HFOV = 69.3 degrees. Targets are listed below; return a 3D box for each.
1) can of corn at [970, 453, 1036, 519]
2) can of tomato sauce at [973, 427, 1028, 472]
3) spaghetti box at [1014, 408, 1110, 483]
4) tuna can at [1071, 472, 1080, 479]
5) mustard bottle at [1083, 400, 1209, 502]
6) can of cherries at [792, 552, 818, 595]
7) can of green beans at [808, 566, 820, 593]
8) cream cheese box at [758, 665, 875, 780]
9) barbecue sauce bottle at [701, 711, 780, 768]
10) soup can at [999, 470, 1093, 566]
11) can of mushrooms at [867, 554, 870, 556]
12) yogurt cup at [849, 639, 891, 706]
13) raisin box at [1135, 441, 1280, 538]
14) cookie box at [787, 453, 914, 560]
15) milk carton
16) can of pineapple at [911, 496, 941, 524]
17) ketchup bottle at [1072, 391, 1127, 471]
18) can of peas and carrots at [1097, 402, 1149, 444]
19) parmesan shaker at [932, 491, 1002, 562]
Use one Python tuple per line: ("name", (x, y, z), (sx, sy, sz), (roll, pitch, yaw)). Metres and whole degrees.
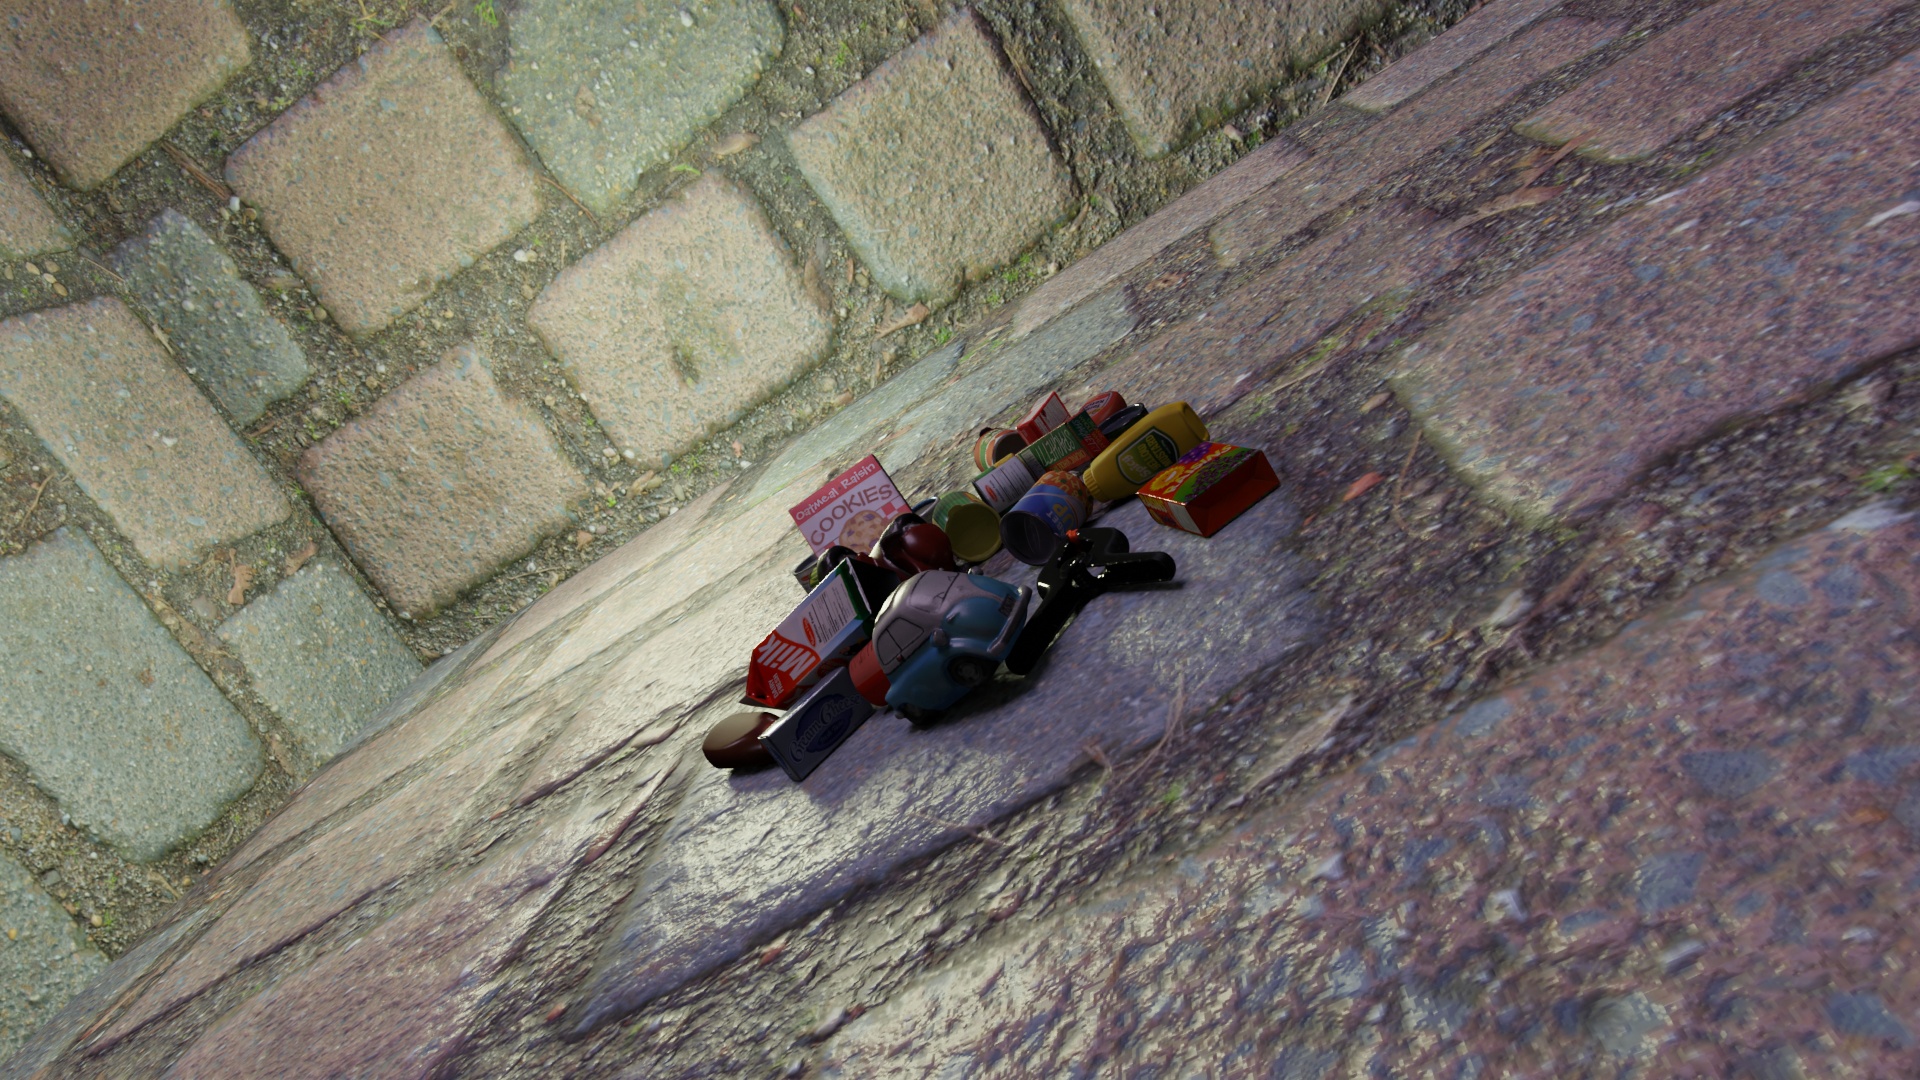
("can of corn", (0.054, -0.059, 1.613), (0.058, 0.071, 0.071), (-34, 13, -3))
("can of tomato sauce", (0.059, -0.111, 1.766), (0.071, 0.071, 0.083), (-36, 14, -9))
("spaghetti box", (0.107, -0.097, 1.554), (0.029, 0.050, 0.249), (-37, 2, -14))
("tuna can", (0.106, -0.040, 1.497), (0.071, 0.032, 0.071), (-32, 14, 9))
("mustard bottle", (0.176, -0.078, 1.415), (0.159, 0.065, 0.049), (-35, 7, 28))
("can of cherries", (-0.172, 0.045, 1.787), (0.071, 0.058, 0.072), (-33, 13, 9))
("can of green beans", (-0.140, 0.051, 1.673), (0.057, 0.071, 0.071), (-26, 16, 29))
("cream cheese box", (-0.131, 0.168, 1.283), (0.104, 0.053, 0.024), (-42, 13, -30))
("barbecue sauce bottle", (-0.197, 0.195, 1.362), (0.065, 0.043, 0.148), (-43, 17, -32))
("soup can", (0.091, -0.023, 1.409), (0.071, 0.071, 0.084), (-20, 19, 44))
("can of mushrooms", (-0.105, 0.044, 1.535), (0.071, 0.033, 0.070), (-9, -25, -4))
("yogurt cup", (-0.066, 0.118, 1.288), (0.053, 0.072, 0.073), (-37, 11, 25))
("raisin box", (0.220, -0.048, 1.250), (0.086, 0.040, 0.123), (-36, 13, -6))
("cookie box", (-0.109, -0.004, 1.620), (0.123, 0.168, 0.040), (-34, -29, -1))
("milk carton", (-0.135, 0.108, 1.353), (0.190, 0.072, 0.074), (-43, 53, 23))
("can of pineapple", (-0.039, -0.012, 1.676), (0.071, 0.057, 0.071), (-32, 14, 9))
("ketchup bottle", (0.156, -0.129, 1.666), (0.064, 0.043, 0.149), (-26, 16, 30))
("can of peas and carrots", (0.184, -0.107, 1.490), (0.071, 0.058, 0.071), (-31, 14, 9))
("parmesan shaker", (0.006, -0.020, 1.574), (0.071, 0.071, 0.103), (-34, 14, -2))
